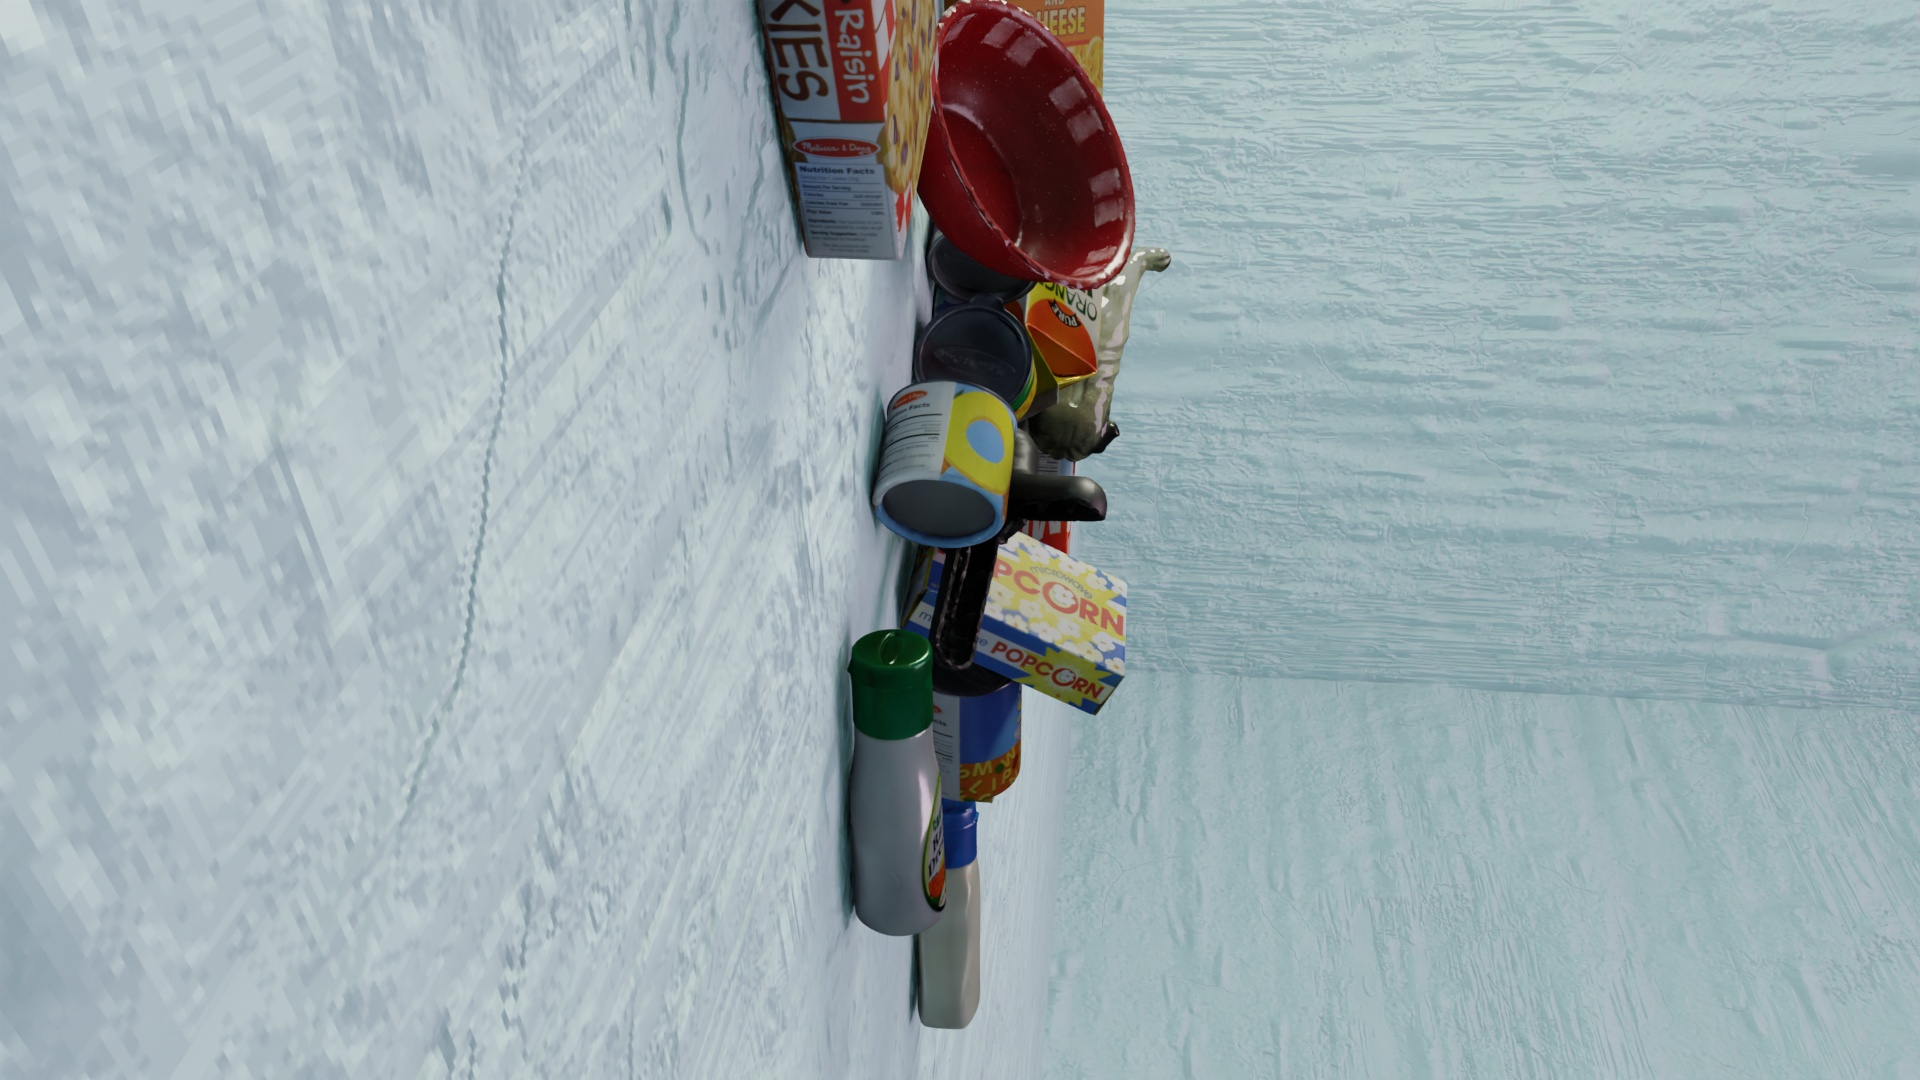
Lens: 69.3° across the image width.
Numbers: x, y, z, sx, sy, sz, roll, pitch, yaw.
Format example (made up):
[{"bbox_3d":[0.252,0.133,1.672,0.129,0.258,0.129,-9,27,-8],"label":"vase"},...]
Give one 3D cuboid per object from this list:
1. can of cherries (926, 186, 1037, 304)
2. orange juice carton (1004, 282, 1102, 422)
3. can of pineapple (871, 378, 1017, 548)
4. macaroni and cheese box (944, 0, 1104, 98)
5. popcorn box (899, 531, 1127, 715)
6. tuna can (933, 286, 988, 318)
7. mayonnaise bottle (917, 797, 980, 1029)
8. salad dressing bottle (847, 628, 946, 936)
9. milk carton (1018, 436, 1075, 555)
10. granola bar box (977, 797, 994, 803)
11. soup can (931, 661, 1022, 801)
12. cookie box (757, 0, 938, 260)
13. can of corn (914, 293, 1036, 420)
[{"bbox_3d":[0.017,-0.183,0.816,0.071,0.071,0.059,82,12,-56],"label":"can of cherries"},{"bbox_3d":[0.048,-0.163,0.952,0.073,0.071,0.193,27,56,-35],"label":"orange juice carton"},{"bbox_3d":[-0.006,-0.036,0.683,0.070,0.071,0.058,82,14,-57],"label":"can of pineapple"},{"bbox_3d":[0.043,-0.310,0.868,0.124,0.040,0.165,-28,126,-46],"label":"macaroni and cheese box"},{"bbox_3d":[0.033,0.037,0.800,0.038,0.127,0.085,-57,-167,35],"label":"popcorn box"},{"bbox_3d":[0.003,-0.136,0.868,0.071,0.033,0.071,0,93,-83],"label":"tuna can"},{"bbox_3d":[-0.008,0.234,0.890,0.065,0.041,0.147,-70,160,-73],"label":"mayonnaise bottle"},{"bbox_3d":[-0.030,0.113,0.646,0.064,0.044,0.147,-76,167,-63],"label":"salad dressing bottle"},{"bbox_3d":[0.060,-0.016,1.206,0.072,0.073,0.191,72,22,-72],"label":"milk carton"},{"bbox_3d":[0.014,0.088,1.014,0.125,0.039,0.164,-72,163,-66],"label":"granola bar box"},{"bbox_3d":[0.006,0.102,0.826,0.072,0.071,0.083,-77,168,-56],"label":"soup can"},{"bbox_3d":[-0.038,-0.202,0.481,0.166,0.040,0.123,85,10,-53],"label":"cookie box"},{"bbox_3d":[0.011,-0.100,0.800,0.058,0.071,0.071,51,42,-81],"label":"can of corn"}]
